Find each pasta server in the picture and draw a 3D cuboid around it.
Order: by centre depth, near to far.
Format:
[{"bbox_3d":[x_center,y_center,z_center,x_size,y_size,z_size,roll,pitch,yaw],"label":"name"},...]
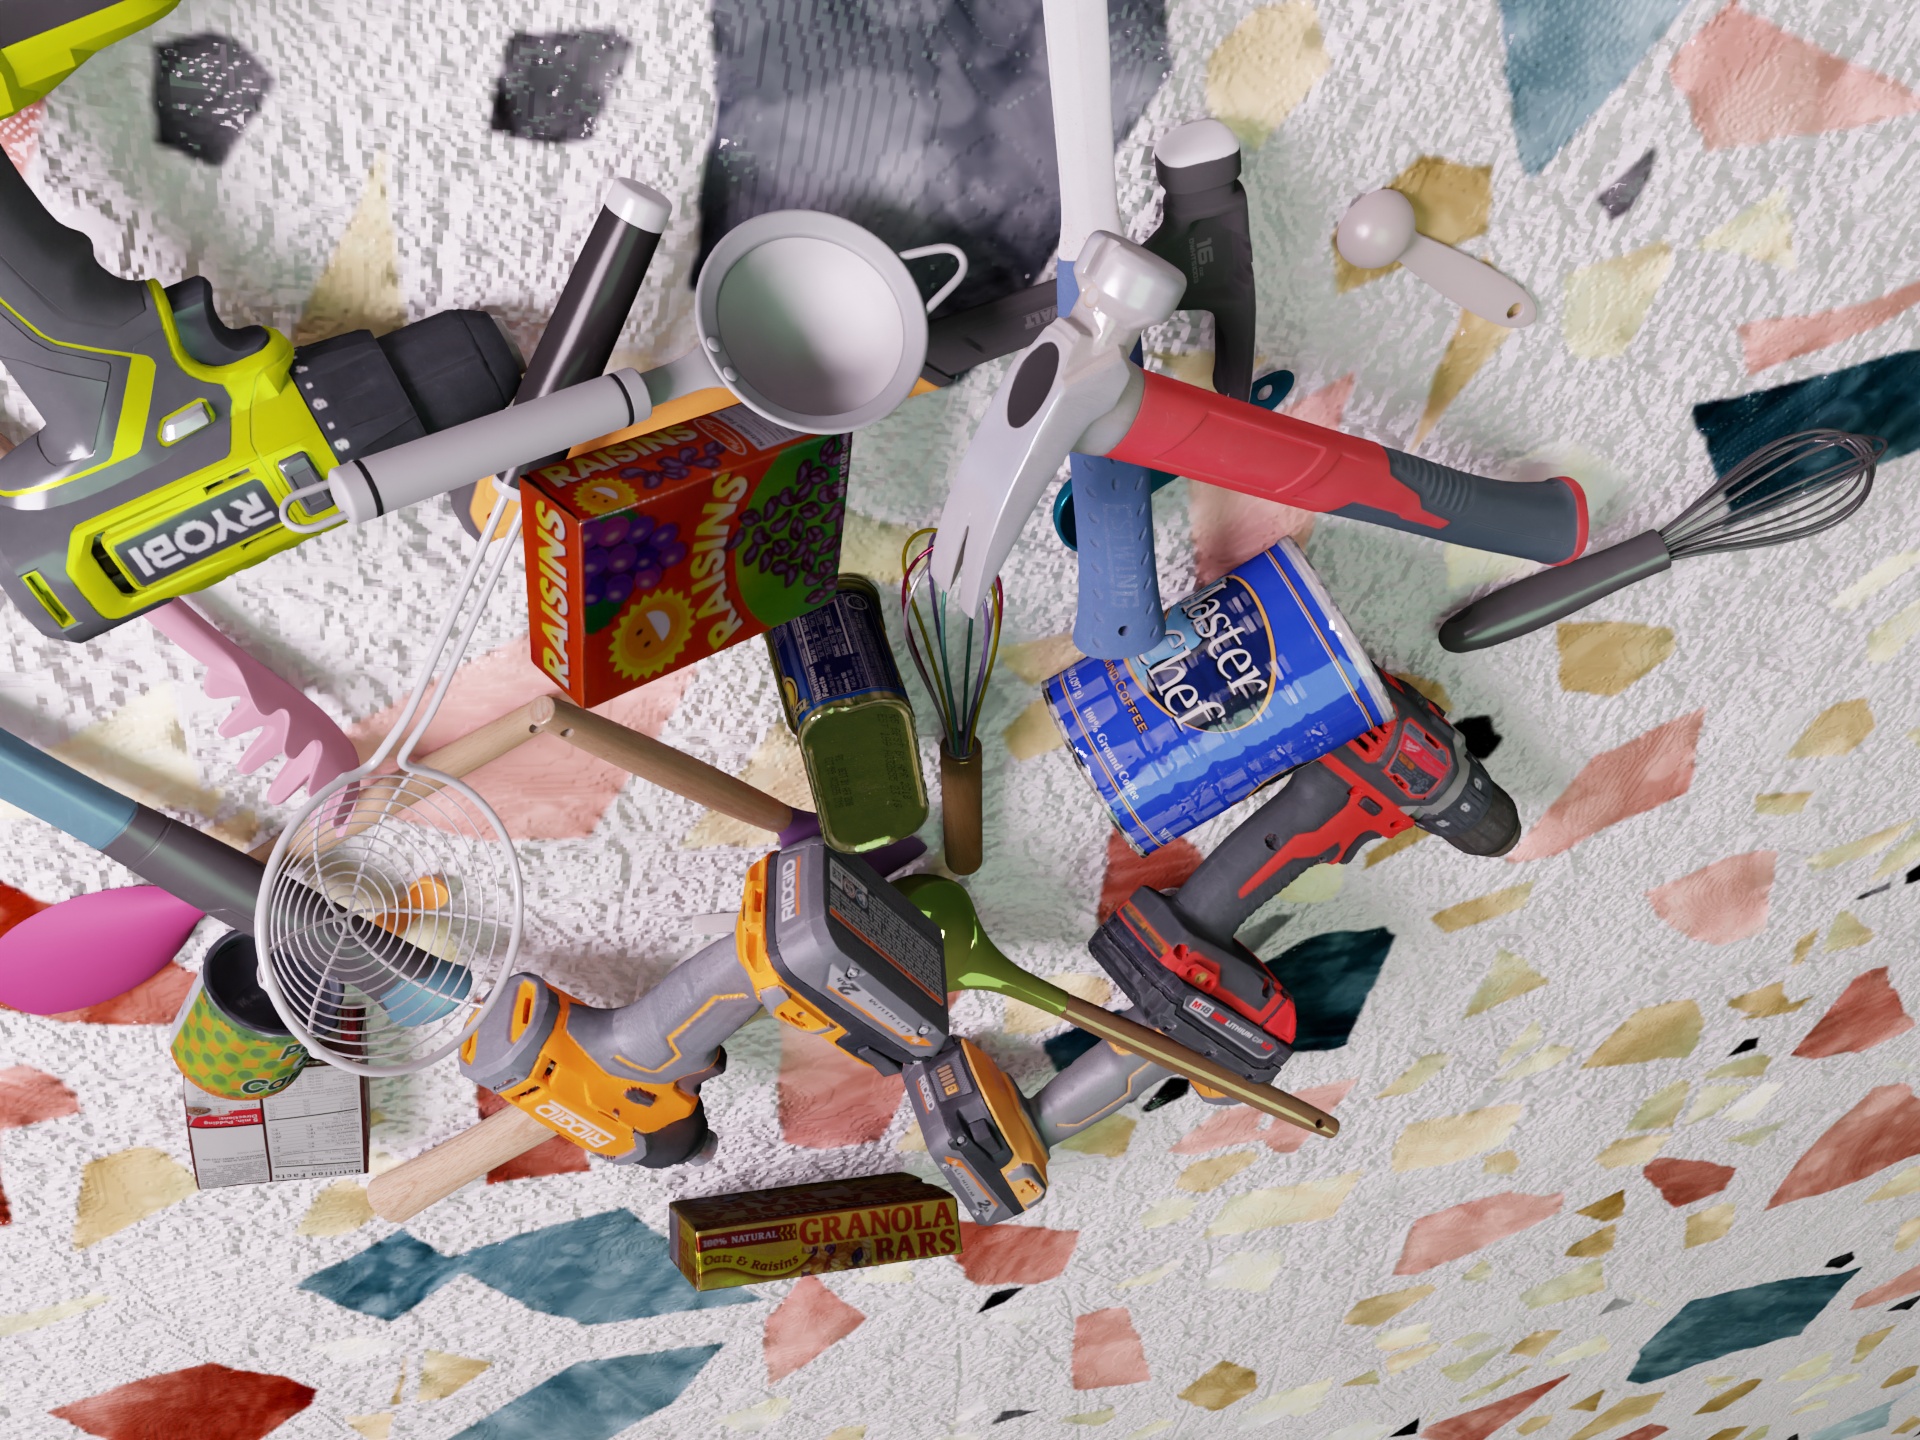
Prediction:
[{"bbox_3d":[-0.336,-0.060,0.609,0.040,0.060,0.315,-58,138,-24],"label":"pasta server"}]

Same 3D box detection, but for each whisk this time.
[{"bbox_3d":[-0.003,-0.004,0.789,0.047,0.051,0.244,4,139,5],"label":"whisk"},{"bbox_3d":[0.364,-0.091,0.833,0.239,0.055,0.055,-24,136,11],"label":"whisk"}]

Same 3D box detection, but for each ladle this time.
[{"bbox_3d":[0.084,0.175,0.902,0.320,0.062,0.078,26,90,-11],"label":"ladle"}]

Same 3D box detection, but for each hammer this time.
[{"bbox_3d":[0.054,-0.185,0.586,0.144,0.035,0.405,-15,134,-5],"label":"hammer"},{"bbox_3d":[-0.041,-0.133,0.649,0.337,0.034,0.127,-18,135,-2],"label":"hammer"},{"bbox_3d":[0.157,-0.092,0.686,0.386,0.038,0.143,5,124,-43],"label":"hammer"},{"bbox_3d":[-0.357,0.053,0.695,0.128,0.033,0.330,-36,129,16],"label":"hammer"},{"bbox_3d":[-0.203,0.204,0.916,0.331,0.031,0.129,-30,135,10],"label":"hammer"}]

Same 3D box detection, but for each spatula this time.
[{"bbox_3d":[-0.100,0.041,0.744,0.060,0.018,0.315,-32,154,12],"label":"spatula"}]

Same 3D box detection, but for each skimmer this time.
[{"bbox_3d":[-0.174,-0.022,0.611,0.127,0.090,0.363,-6,132,-55],"label":"skimmer"}]

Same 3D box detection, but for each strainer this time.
[{"bbox_3d":[-0.109,-0.115,0.552,0.258,0.087,0.050,-27,178,-27],"label":"strainer"}]

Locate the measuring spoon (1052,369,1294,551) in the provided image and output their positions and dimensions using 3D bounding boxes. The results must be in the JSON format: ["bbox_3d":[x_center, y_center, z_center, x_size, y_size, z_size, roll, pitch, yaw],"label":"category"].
[{"bbox_3d":[0.095,-0.124,0.725,0.128,0.021,0.042,-35,134,1],"label":"measuring spoon"}]

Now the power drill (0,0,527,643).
[{"bbox_3d":[-0.261,-0.149,0.514,0.190,0.080,0.228,-29,139,-13],"label":"power drill"}]

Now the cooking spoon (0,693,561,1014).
[{"bbox_3d":[-0.323,0.065,0.747,0.319,0.017,0.068,-27,137,8],"label":"cooking spoon"}]

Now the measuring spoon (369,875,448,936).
[{"bbox_3d":[-0.303,0.110,0.807,0.117,0.011,0.021,-35,127,19],"label":"measuring spoon"}]

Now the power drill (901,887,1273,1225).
[{"bbox_3d":[0.080,0.205,0.989,0.226,0.084,0.185,-26,131,0],"label":"power drill"}]

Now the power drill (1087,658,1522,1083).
[{"bbox_3d":[0.201,0.088,0.886,0.187,0.080,0.226,33,98,-33],"label":"power drill"}]

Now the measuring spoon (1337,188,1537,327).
[{"bbox_3d":[0.214,-0.194,0.694,0.124,0.018,0.034,15,125,-32],"label":"measuring spoon"}]

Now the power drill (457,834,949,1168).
[{"bbox_3d":[-0.119,0.161,0.816,0.226,0.084,0.164,-27,131,20],"label":"power drill"}]
